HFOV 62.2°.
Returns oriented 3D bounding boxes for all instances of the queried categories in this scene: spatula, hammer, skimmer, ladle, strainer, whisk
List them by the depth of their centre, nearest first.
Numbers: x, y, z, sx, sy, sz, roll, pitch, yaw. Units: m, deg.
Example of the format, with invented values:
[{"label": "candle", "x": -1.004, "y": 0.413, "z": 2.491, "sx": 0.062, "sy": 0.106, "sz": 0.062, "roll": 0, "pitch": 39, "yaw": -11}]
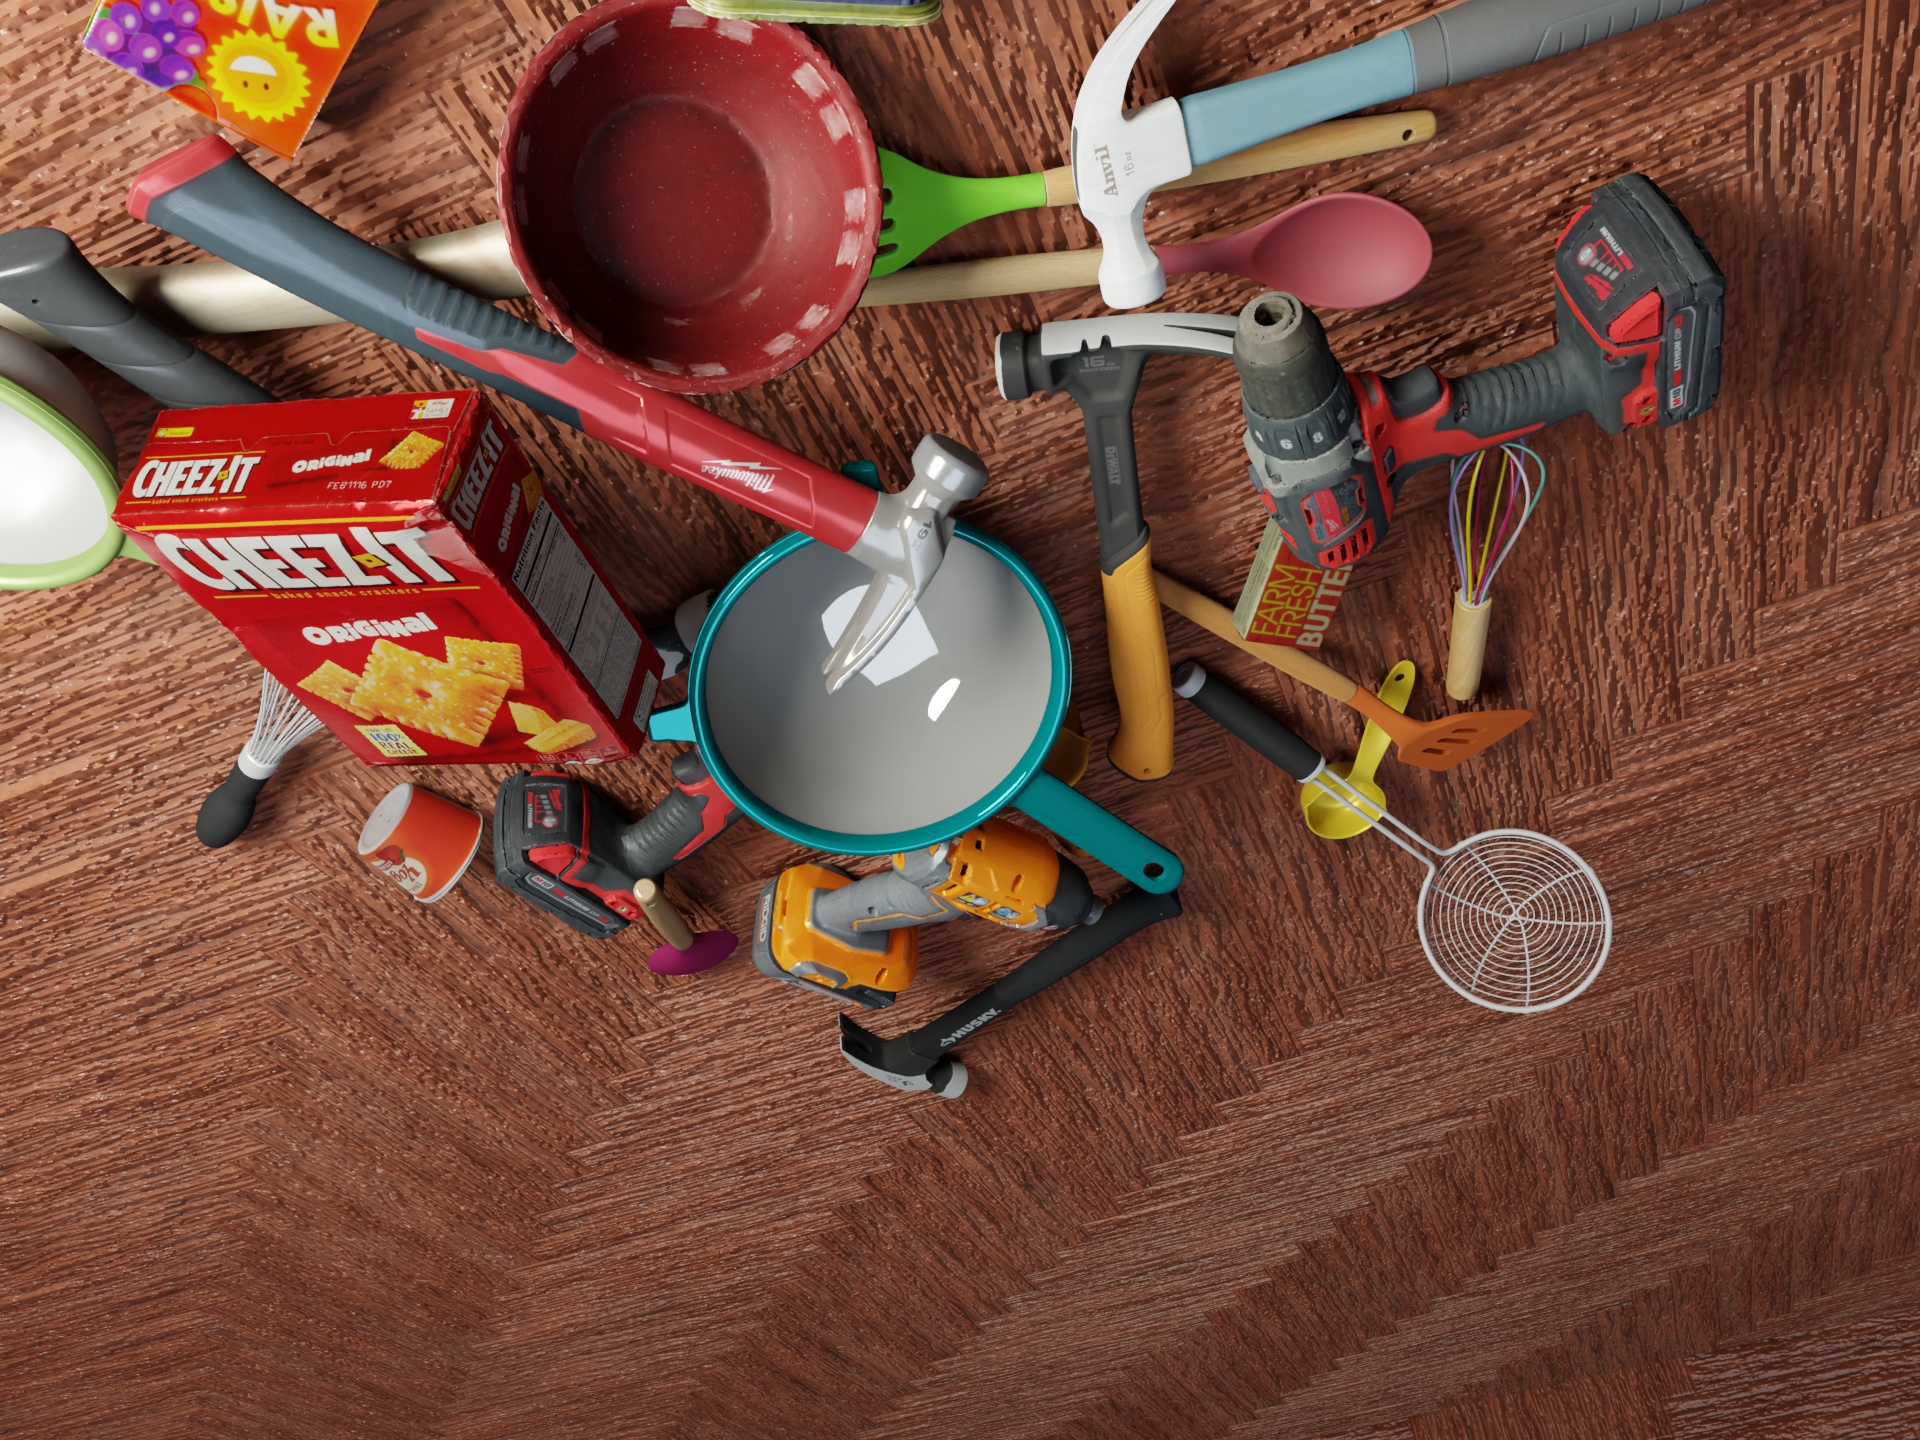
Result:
[{"label": "strainer", "x": -0.446, "y": -0.161, "z": 0.662, "sx": 0.151, "sy": 0.069, "sz": 0.256, "roll": -3, "pitch": 142, "yaw": 6}, {"label": "hammer", "x": 0.207, "y": -0.289, "z": 0.689, "sx": 0.331, "sy": 0.033, "sz": 0.128, "roll": -17, "pitch": 124, "yaw": 5}, {"label": "hammer", "x": -0.181, "y": -0.139, "z": 0.733, "sx": 0.386, "sy": 0.038, "sz": 0.143, "roll": 23, "pitch": 113, "yaw": -25}, {"label": "hammer", "x": -0.324, "y": -0.190, "z": 0.736, "sx": 0.410, "sy": 0.038, "sz": 0.146, "roll": -7, "pitch": 142, "yaw": -1}, {"label": "ladle", "x": 0.068, "y": -0.219, "z": 0.772, "sx": 0.315, "sy": 0.031, "sz": 0.069, "roll": -5, "pitch": 144, "yaw": 0}, {"label": "hammer", "x": -0.294, "y": -0.108, "z": 0.803, "sx": 0.149, "sy": 0.036, "sz": 0.408, "roll": -24, "pitch": 144, "yaw": 22}, {"label": "hammer", "x": 0.104, "y": -0.082, "z": 0.907, "sx": 0.127, "sy": 0.034, "sz": 0.336, "roll": -3, "pitch": 137, "yaw": 9}, {"label": "strainer", "x": -0.001, "y": -0.003, "z": 0.932, "sx": 0.340, "sy": 0.095, "sz": 0.211, "roll": 34, "pitch": 107, "yaw": -26}, {"label": "whisk", "x": -0.406, "y": 0.005, "z": 0.944, "sx": 0.070, "sy": 0.070, "sz": 0.284, "roll": 21, "pitch": 137, "yaw": -30}, {"label": "whisk", "x": 0.313, "y": -0.090, "z": 0.956, "sx": 0.051, "sy": 0.047, "sz": 0.244, "roll": -2, "pitch": 146, "yaw": 12}, {"label": "spatula", "x": 0.226, "y": -0.035, "z": 1.002, "sx": 0.322, "sy": 0.041, "sz": 0.081, "roll": 26, "pitch": 136, "yaw": -23}, {"label": "skimmer", "x": 0.286, "y": 0.074, "z": 1.059, "sx": 0.363, "sy": 0.090, "sz": 0.127, "roll": 33, "pitch": 104, "yaw": -24}, {"label": "hammer", "x": 0.045, "y": 0.209, "z": 1.270, "sx": 0.146, "sy": 0.035, "sz": 0.334, "roll": 27, "pitch": 129, "yaw": -35}]

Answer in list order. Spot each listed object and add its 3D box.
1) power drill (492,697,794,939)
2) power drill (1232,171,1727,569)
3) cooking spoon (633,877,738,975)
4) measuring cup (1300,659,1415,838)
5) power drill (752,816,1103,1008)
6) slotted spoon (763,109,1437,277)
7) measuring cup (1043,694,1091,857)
[{"label": "power drill", "x": -0.183, "y": 0.046, "z": 1.010, "sx": 0.219, "sy": 0.079, "sz": 0.143, "roll": -27, "pitch": 138, "yaw": 17}, {"label": "power drill", "x": 0.244, "y": -0.175, "z": 0.777, "sx": 0.226, "sy": 0.080, "sz": 0.187, "roll": -24, "pitch": 147, "yaw": 11}, {"label": "cooking spoon", "x": -0.192, "y": 0.145, "z": 1.077, "sx": 0.068, "sy": 0.017, "sz": 0.318, "roll": -18, "pitch": 164, "yaw": -8}, {"label": "measuring cup", "x": 0.277, "y": 0.016, "z": 1.093, "sx": 0.062, "sy": 0.029, "sz": 0.156, "roll": 4, "pitch": 127, "yaw": -12}, {"label": "power drill", "x": -0.021, "y": 0.131, "z": 1.100, "sx": 0.164, "sy": 0.084, "sz": 0.226, "roll": 26, "pitch": 142, "yaw": -33}, {"label": "slotted spoon", "x": 0.064, "y": -0.251, "z": 0.733, "sx": 0.313, "sy": 0.031, "sz": 0.070, "roll": -9, "pitch": 137, "yaw": 0}, {"label": "measuring cup", "x": 0.052, "y": 0.031, "z": 1.048, "sx": 0.095, "sy": 0.052, "sz": 0.173, "roll": -20, "pitch": 141, "yaw": 14}]
